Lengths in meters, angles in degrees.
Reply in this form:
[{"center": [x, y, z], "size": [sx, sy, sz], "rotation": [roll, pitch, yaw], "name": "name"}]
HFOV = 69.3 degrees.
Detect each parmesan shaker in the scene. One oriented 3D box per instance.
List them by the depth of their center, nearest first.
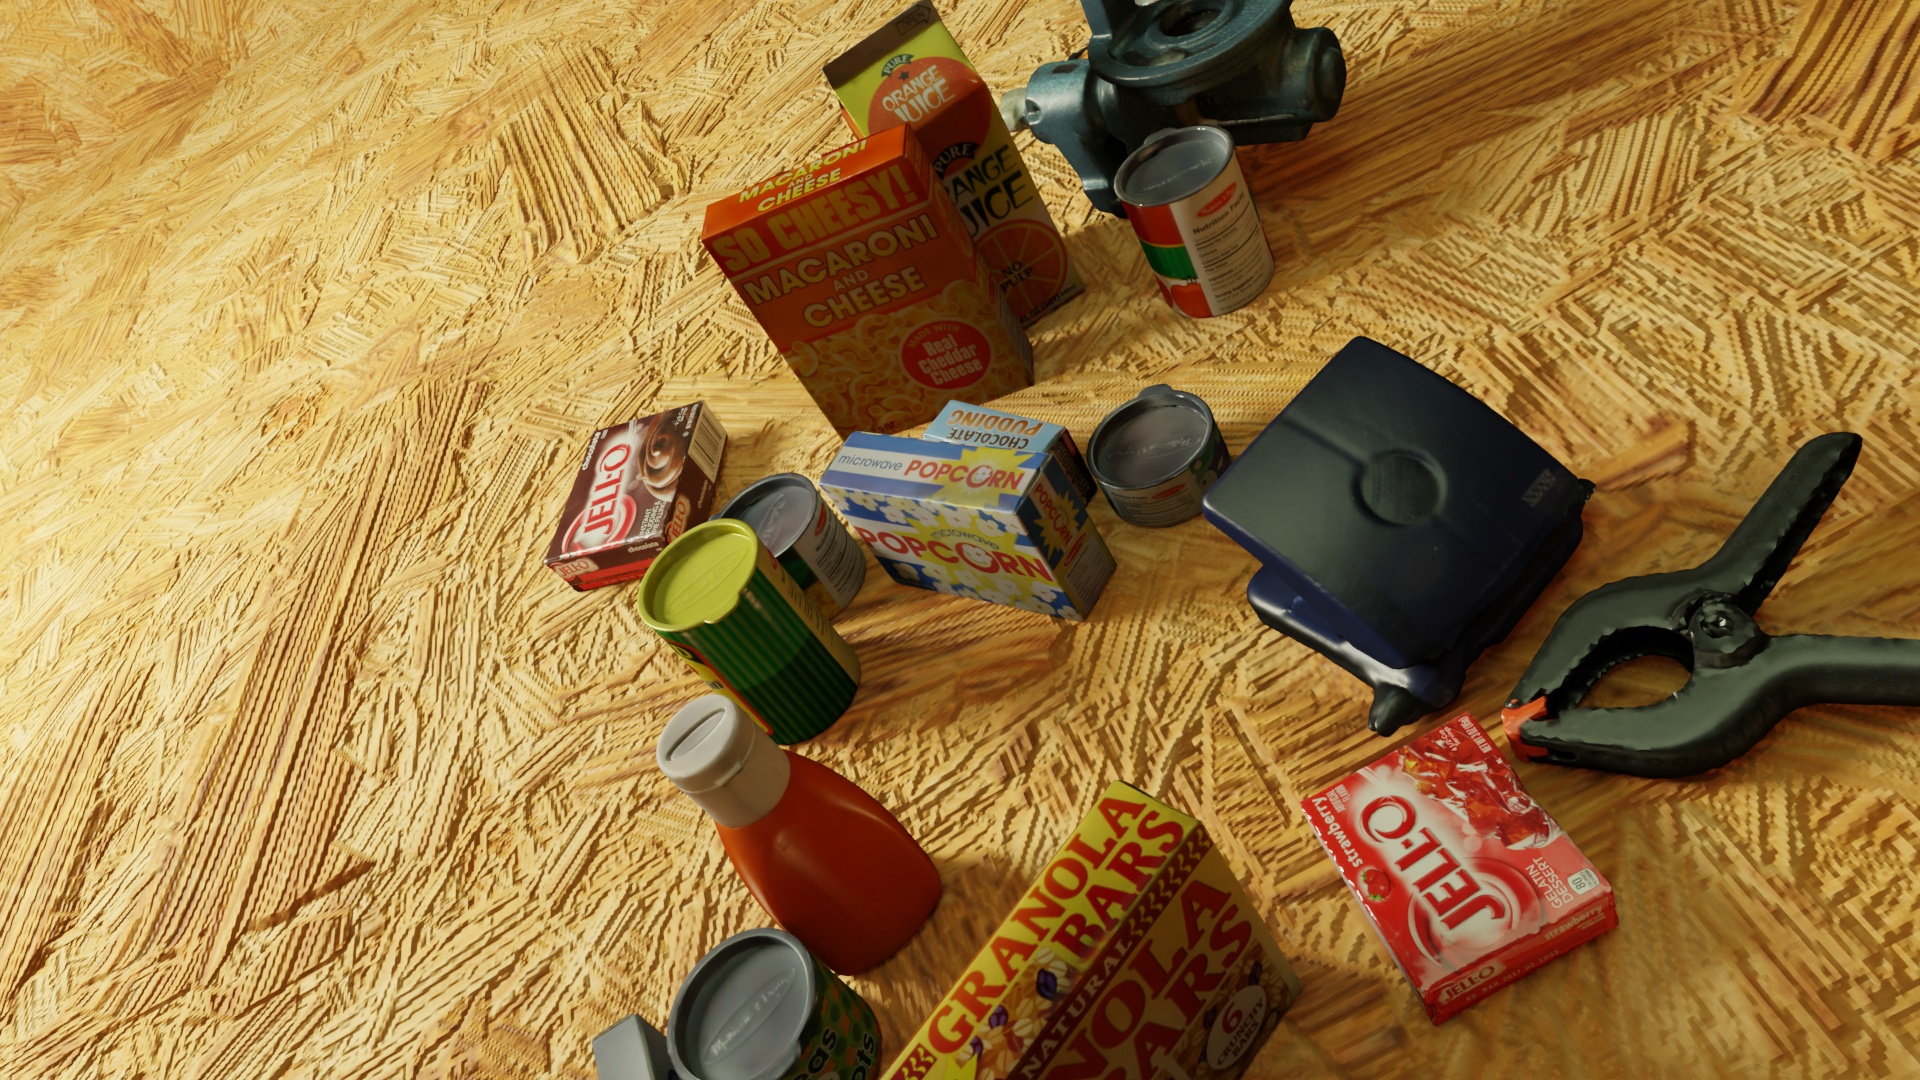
[{"center": [-0.100, 0.048, 0.679], "size": [0.071, 0.102, 0.072], "rotation": [-18, 43, 18], "name": "parmesan shaker"}]

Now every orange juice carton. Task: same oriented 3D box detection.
[{"center": [-0.005, -0.211, 0.800], "size": [0.072, 0.192, 0.073], "rotation": [-33, 41, 1], "name": "orange juice carton"}]

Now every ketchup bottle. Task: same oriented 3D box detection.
[{"center": [-0.065, 0.117, 0.556], "size": [0.065, 0.148, 0.043], "rotation": [-42, 42, -9], "name": "ketchup bottle"}]

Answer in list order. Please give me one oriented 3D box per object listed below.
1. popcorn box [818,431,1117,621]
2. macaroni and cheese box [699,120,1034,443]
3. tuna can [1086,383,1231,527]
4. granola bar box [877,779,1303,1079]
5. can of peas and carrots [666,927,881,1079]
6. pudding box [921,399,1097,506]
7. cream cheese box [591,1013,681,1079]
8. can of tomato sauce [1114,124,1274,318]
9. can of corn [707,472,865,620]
[{"center": [0.002, -0.009, 0.682], "size": [0.126, 0.085, 0.038], "rotation": [10, 57, 38], "name": "popcorn box"}, {"center": [-0.048, -0.137, 0.776], "size": [0.123, 0.166, 0.040], "rotation": [-18, 43, 17], "name": "macaroni and cheese box"}, {"center": [0.099, -0.043, 0.693], "size": [0.071, 0.032, 0.071], "rotation": [-18, 43, 18], "name": "tuna can"}, {"center": [0.035, 0.177, 0.453], "size": [0.039, 0.123, 0.166], "rotation": [24, 66, 44], "name": "granola bar box"}, {"center": [-0.071, 0.198, 0.550], "size": [0.071, 0.058, 0.071], "rotation": [-18, 43, 18], "name": "can of peas and carrots"}, {"center": [0.025, -0.041, 0.726], "size": [0.084, 0.049, 0.030], "rotation": [17, 62, 42], "name": "pudding box"}, {"center": [-0.111, 0.240, 0.539], "size": [0.024, 0.053, 0.104], "rotation": [-33, 41, 1], "name": "cream cheese box"}, {"center": [0.129, -0.175, 0.763], "size": [0.071, 0.082, 0.071], "rotation": [-18, 43, 18], "name": "can of tomato sauce"}, {"center": [-0.095, 0.007, 0.749], "size": [0.071, 0.058, 0.071], "rotation": [-18, 43, 18], "name": "can of corn"}]
